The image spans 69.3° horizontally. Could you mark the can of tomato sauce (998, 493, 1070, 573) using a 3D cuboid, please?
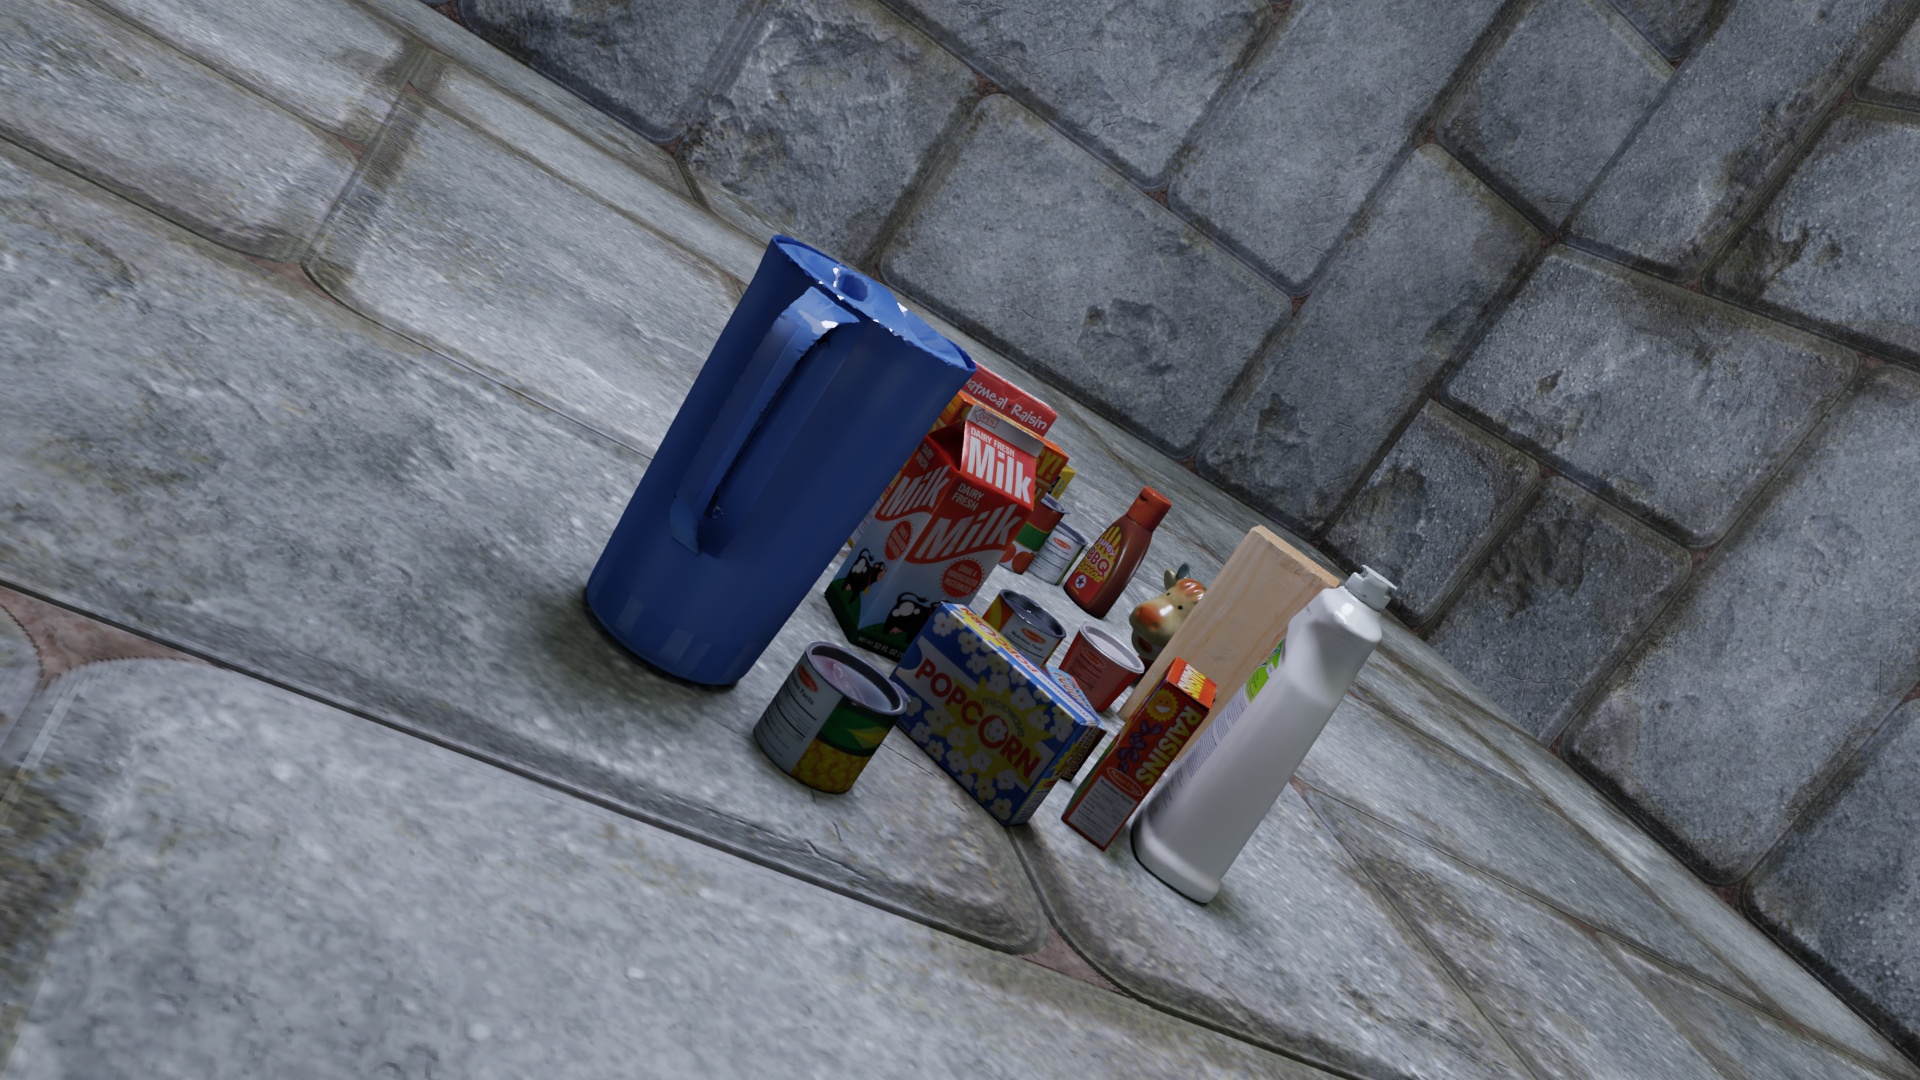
[{"bbox_3d":[0.065,-0.015,1.491,0.071,0.083,0.071,32,12,-8],"label":"can of tomato sauce"}]

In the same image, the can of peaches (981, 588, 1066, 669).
[{"bbox_3d":[0.044,0.081,1.142,0.071,0.058,0.071,32,13,-8],"label":"can of peaches"}]

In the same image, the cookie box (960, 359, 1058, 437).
[{"bbox_3d":[0.005,-0.095,1.445,0.123,0.167,0.040,28,14,-27],"label":"cookie box"}]

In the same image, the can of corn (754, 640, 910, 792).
[{"bbox_3d":[-0.072,0.100,0.785,0.071,0.058,0.071,32,13,-8],"label":"can of corn"}]

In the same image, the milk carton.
[{"bbox_3d":[-0.015,-0.007,1.021,0.072,0.190,0.074,27,14,-32],"label":"milk carton"}]

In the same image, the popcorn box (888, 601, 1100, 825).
[{"bbox_3d":[0.016,0.111,0.903,0.127,0.085,0.038,40,13,24],"label":"popcorn box"}]

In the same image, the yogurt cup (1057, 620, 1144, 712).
[{"bbox_3d":[0.119,0.114,1.221,0.072,0.054,0.072,32,13,-8],"label":"yogurt cup"}]

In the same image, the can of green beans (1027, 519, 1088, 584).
[{"bbox_3d":[0.099,0.008,1.548,0.071,0.057,0.071,32,13,-8],"label":"can of green beans"}]

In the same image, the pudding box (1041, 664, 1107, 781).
[{"bbox_3d":[0.074,0.135,1.039,0.030,0.049,0.084,29,14,-24],"label":"pudding box"}]

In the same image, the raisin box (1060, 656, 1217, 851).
[{"bbox_3d":[0.126,0.146,0.962,0.040,0.123,0.086,36,12,8],"label":"raisin box"}]

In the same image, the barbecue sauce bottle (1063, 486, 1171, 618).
[{"bbox_3d":[0.176,0.010,1.525,0.043,0.148,0.065,25,15,-36],"label":"barbecue sauce bottle"}]

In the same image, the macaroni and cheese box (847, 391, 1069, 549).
[{"bbox_3d":[-0.002,-0.036,1.212,0.123,0.166,0.040,27,14,-31],"label":"macaroni and cheese box"}]
